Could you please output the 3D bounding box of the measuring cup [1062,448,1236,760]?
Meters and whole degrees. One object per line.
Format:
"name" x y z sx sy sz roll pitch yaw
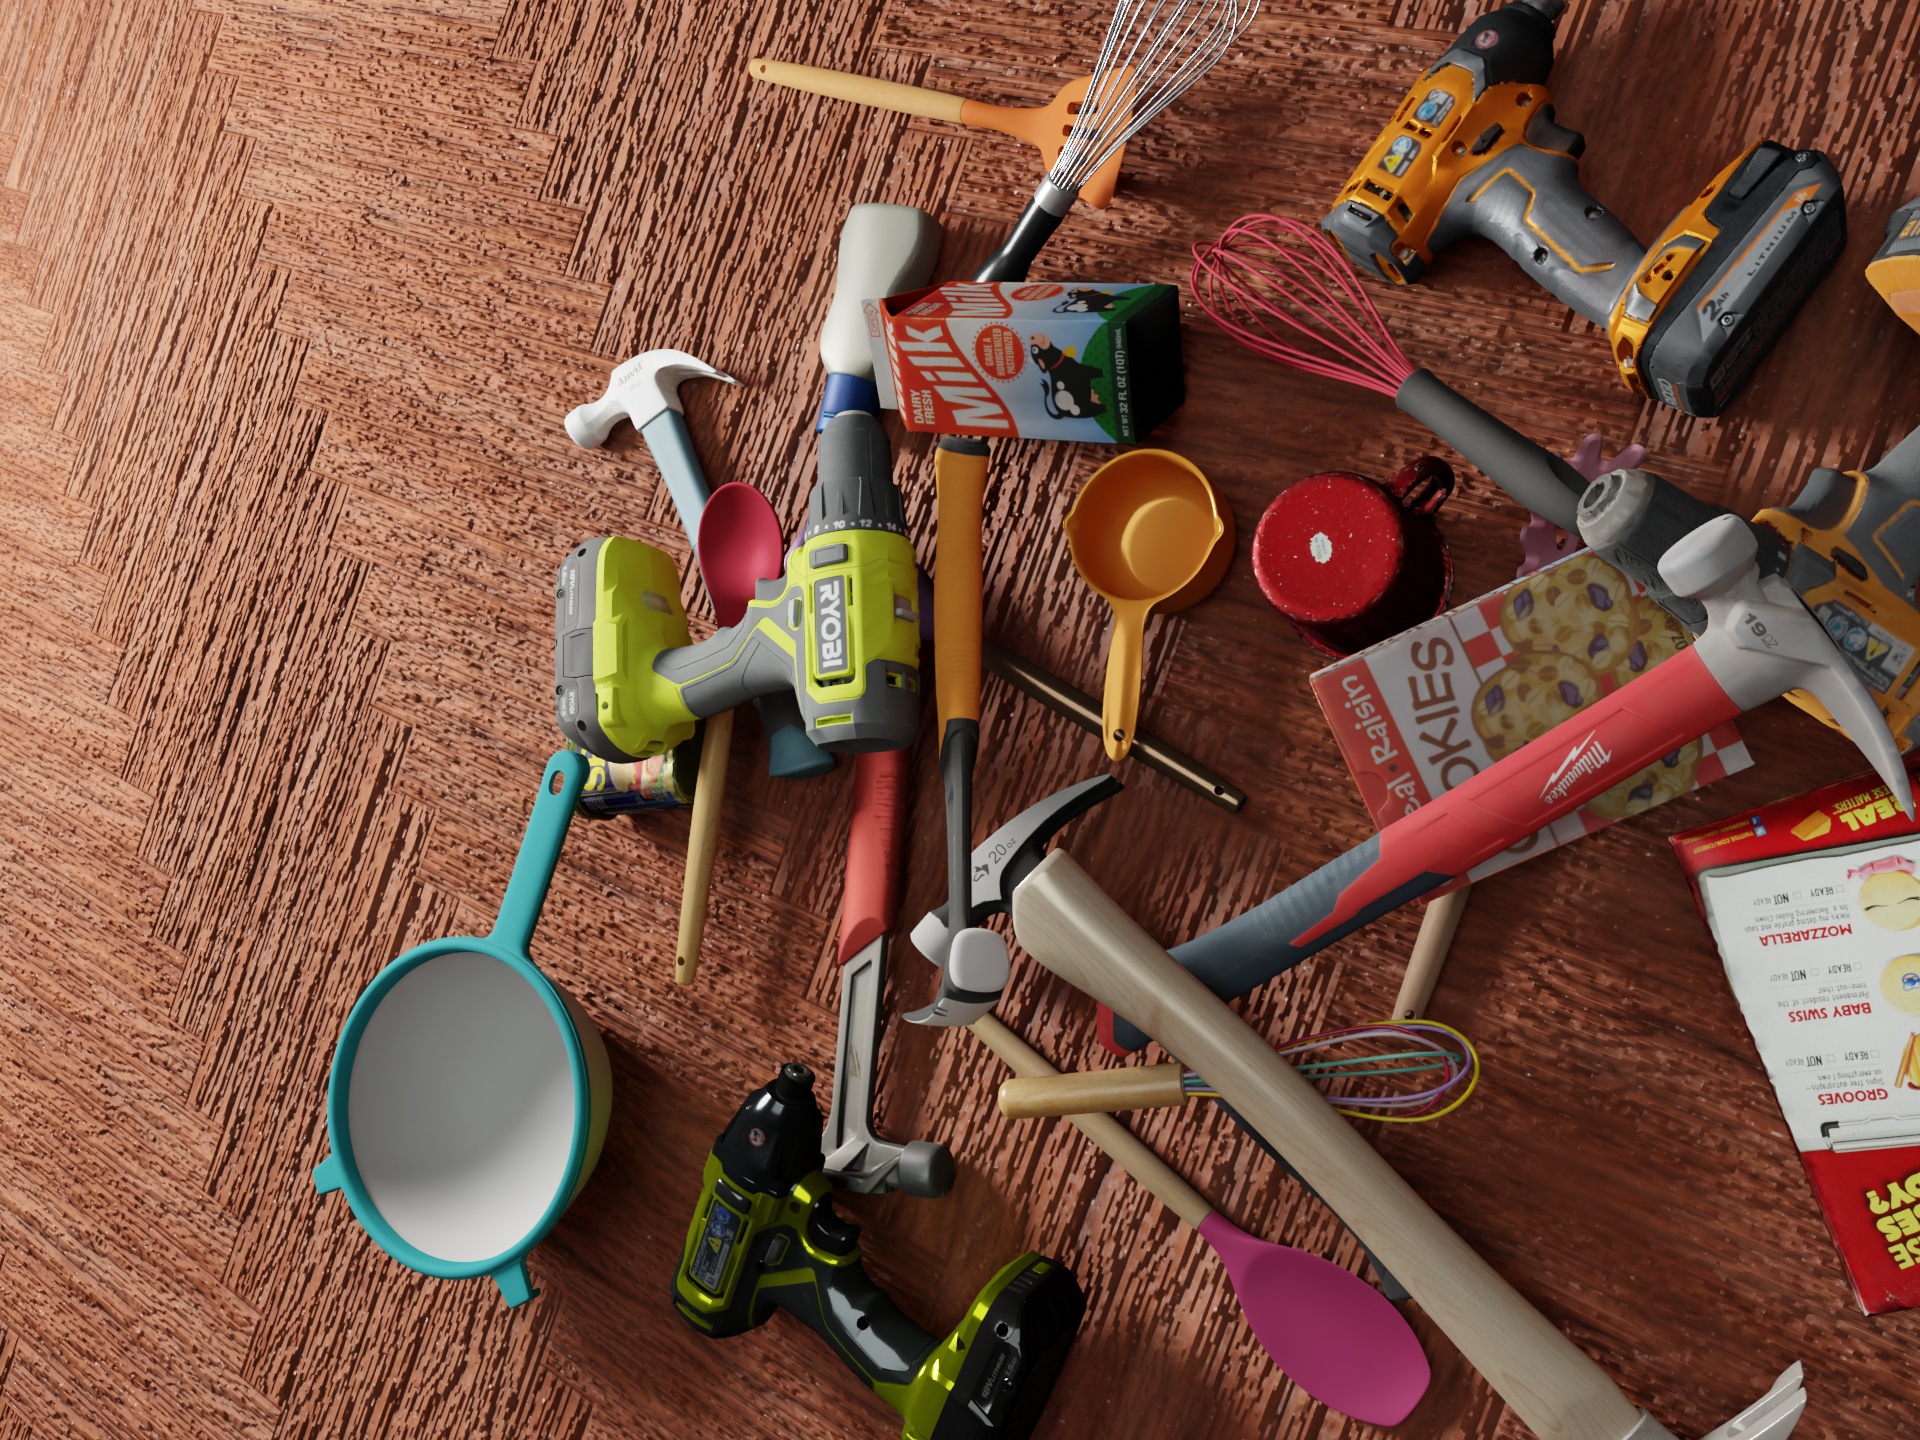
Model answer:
"measuring cup" 0.106 -0.062 0.893 0.095 0.052 0.173 6 87 28

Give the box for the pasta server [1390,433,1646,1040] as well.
"pasta server" 0.274 0.013 0.800 0.060 0.040 0.316 19 93 10

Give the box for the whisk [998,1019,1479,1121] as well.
"whisk" 0.135 0.184 0.802 0.245 0.051 0.047 -10 80 20

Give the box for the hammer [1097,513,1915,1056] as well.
"hammer" 0.223 0.073 0.738 0.386 0.038 0.143 -37 91 29

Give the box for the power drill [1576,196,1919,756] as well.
"power drill" 0.396 -0.121 0.694 0.185 0.084 0.226 30 99 -6

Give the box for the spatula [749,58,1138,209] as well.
"spatula" -0.020 -0.394 1.013 0.323 0.041 0.081 24 112 30

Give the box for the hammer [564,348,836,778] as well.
"hammer" -0.160 -0.105 1.051 0.128 0.033 0.331 -33 69 21

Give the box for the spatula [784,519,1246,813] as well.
"spatula" 0.026 -0.030 0.923 0.316 0.018 0.060 31 90 19

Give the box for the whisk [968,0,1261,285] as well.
"whisk" 0.072 -0.324 0.902 0.284 0.070 0.070 -50 61 40

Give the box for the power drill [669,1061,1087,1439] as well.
"power drill" -0.051 0.308 0.885 0.223 0.080 0.171 28 109 24

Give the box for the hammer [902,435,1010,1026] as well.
"hammer" -0.001 -0.003 0.874 0.034 0.127 0.337 5 67 -11

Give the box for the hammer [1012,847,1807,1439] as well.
"hammer" 0.188 0.207 0.746 0.411 0.038 0.146 44 112 9

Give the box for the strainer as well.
"strainer" -0.283 0.187 1.039 0.211 0.095 0.340 17 89 26

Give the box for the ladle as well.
"ladle" -0.152 0.009 0.998 0.069 0.031 0.315 7 89 32

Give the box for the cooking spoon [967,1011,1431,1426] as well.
"cooking spoon" 0.113 0.253 0.861 0.319 0.017 0.068 37 108 27

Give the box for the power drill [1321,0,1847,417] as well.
"power drill" 0.315 -0.268 0.796 0.227 0.084 0.164 39 101 31

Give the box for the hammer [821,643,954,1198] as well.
"hammer" -0.061 0.099 0.966 0.149 0.036 0.359 2 84 28

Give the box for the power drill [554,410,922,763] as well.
"power drill" -0.126 -0.069 0.928 0.228 0.080 0.191 -9 78 29

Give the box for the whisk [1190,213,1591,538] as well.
"whisk" 0.220 -0.181 0.819 0.073 0.073 0.296 -50 54 13

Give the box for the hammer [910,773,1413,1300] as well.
"hammer" 0.133 0.171 0.846 0.335 0.035 0.146 42 92 23
